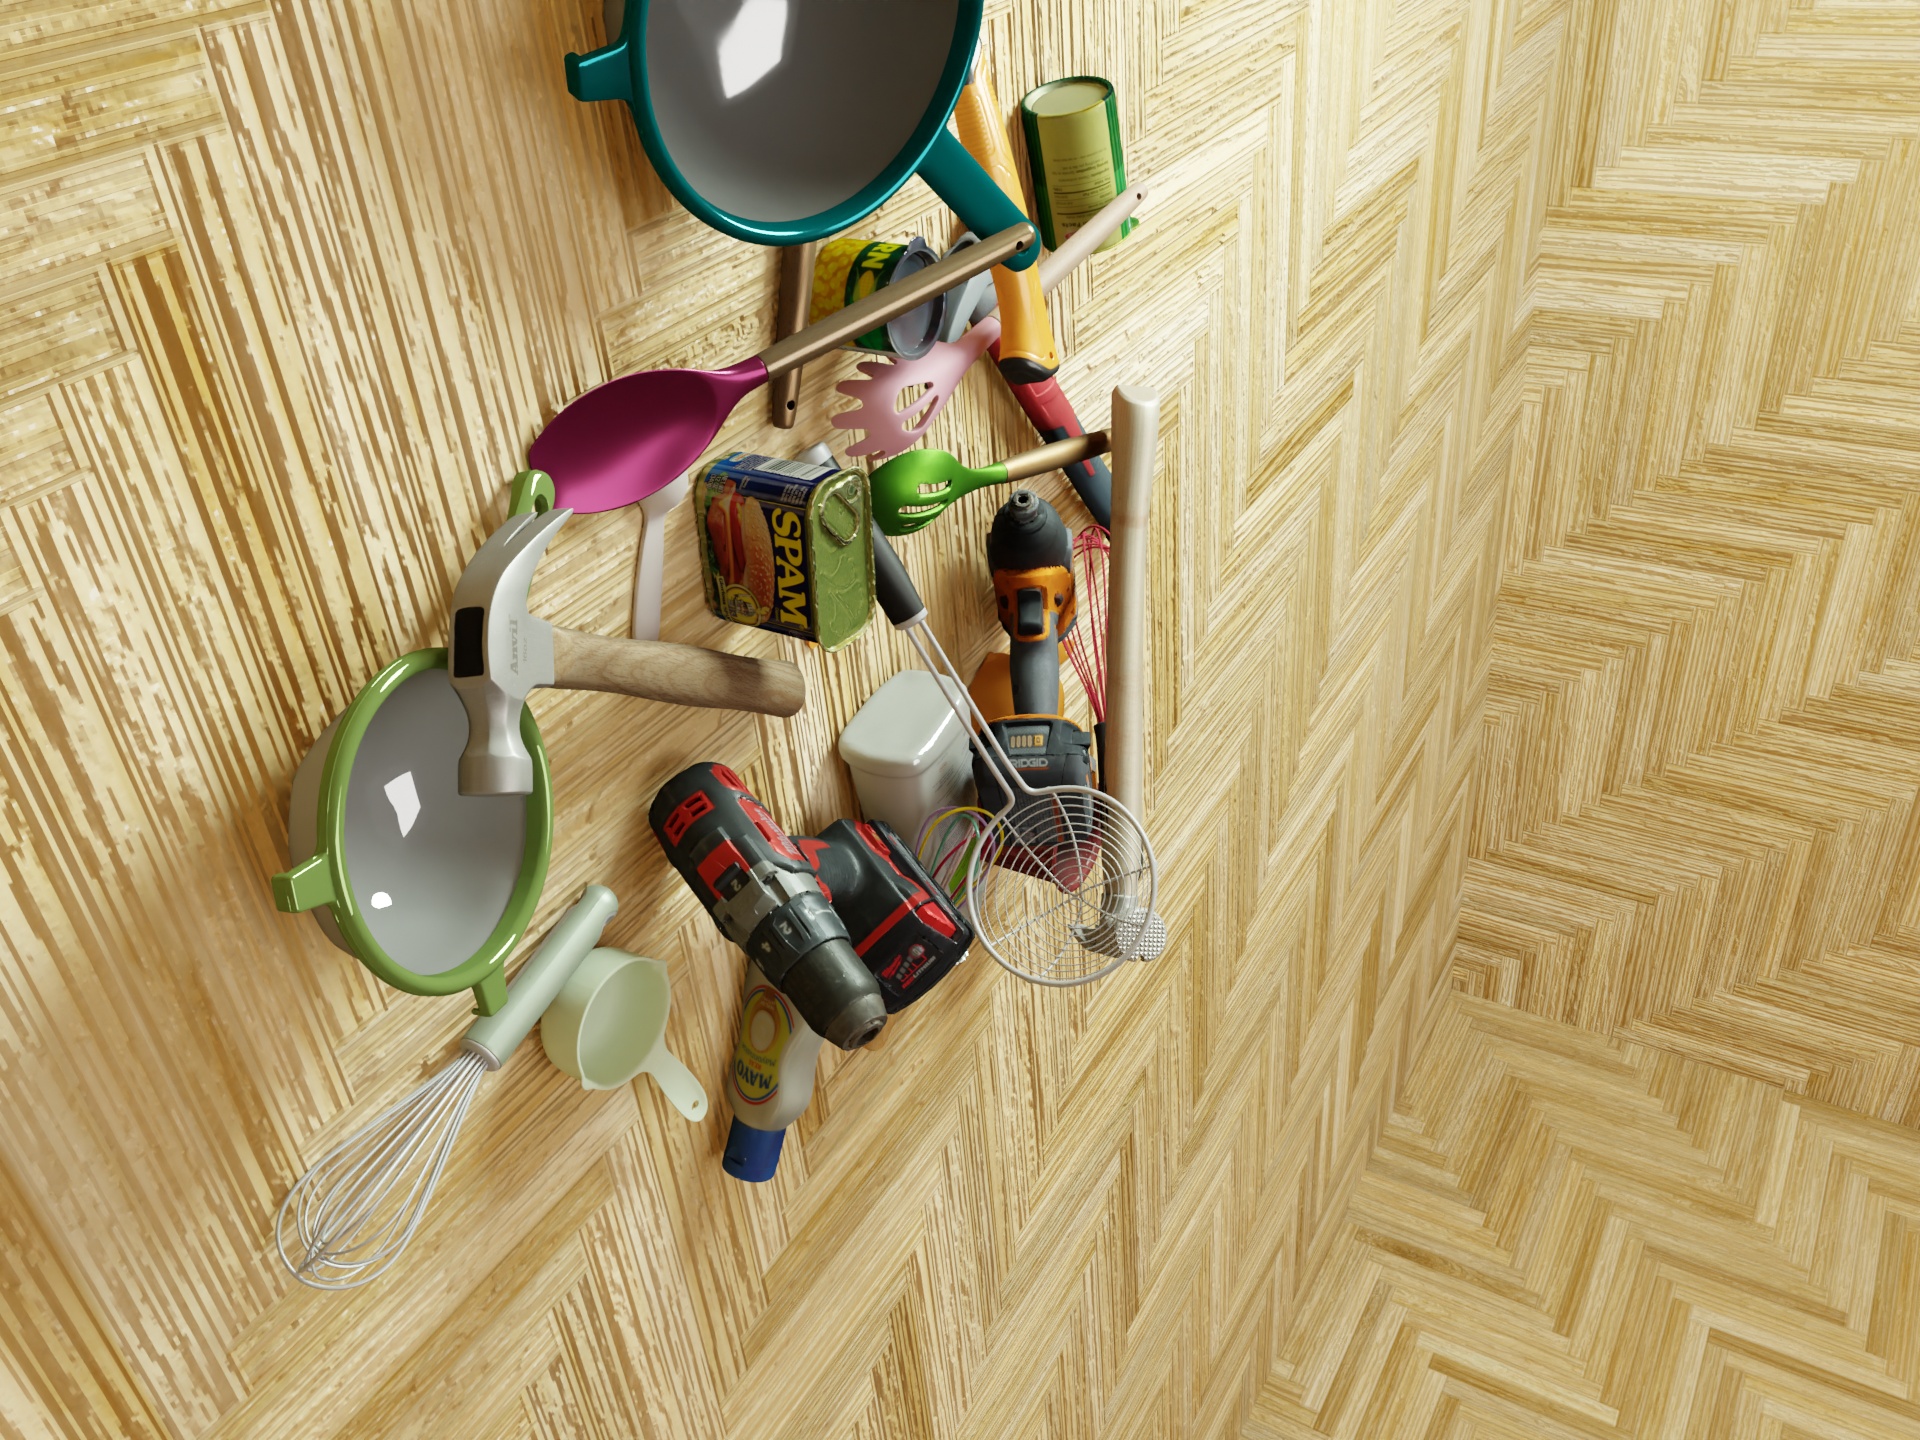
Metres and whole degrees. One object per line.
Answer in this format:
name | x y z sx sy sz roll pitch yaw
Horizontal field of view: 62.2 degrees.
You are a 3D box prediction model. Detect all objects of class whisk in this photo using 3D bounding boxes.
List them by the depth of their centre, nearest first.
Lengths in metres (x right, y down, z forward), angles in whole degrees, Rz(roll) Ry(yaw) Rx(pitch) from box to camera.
whisk | -0.248 0.175 0.801 0.246 0.059 0.057 -57 -176 -38
whisk | -0.025 0.152 1.119 0.047 0.051 0.244 -7 135 -35
whisk | 0.114 -0.015 1.249 0.073 0.073 0.296 26 56 -62

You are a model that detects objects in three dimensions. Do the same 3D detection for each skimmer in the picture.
skimmer | -0.002 -0.003 0.974 0.363 0.127 0.090 59 14 -16

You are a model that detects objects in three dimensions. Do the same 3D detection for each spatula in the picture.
spatula | -0.079 -0.318 0.873 0.082 0.044 0.317 -5 111 -36

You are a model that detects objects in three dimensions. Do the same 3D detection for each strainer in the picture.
strainer | -0.242 -0.003 0.720 0.151 0.069 0.257 56 37 -57
strainer | -0.063 -0.331 0.818 0.211 0.095 0.340 -56 149 5

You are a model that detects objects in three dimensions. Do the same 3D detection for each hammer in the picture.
hammer | -0.156 -0.028 0.823 0.331 0.031 0.130 6 81 -73
hammer | 0.011 -0.368 0.946 0.127 0.034 0.336 -40 123 -48
hammer | 0.116 -0.036 1.154 0.146 0.038 0.411 159 -66 -79
hammer | 0.064 -0.214 1.193 0.143 0.038 0.386 -67 151 -13

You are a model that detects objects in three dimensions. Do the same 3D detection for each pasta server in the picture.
pasta server | 0.030 -0.269 1.030 0.316 0.040 0.060 -48 130 -31

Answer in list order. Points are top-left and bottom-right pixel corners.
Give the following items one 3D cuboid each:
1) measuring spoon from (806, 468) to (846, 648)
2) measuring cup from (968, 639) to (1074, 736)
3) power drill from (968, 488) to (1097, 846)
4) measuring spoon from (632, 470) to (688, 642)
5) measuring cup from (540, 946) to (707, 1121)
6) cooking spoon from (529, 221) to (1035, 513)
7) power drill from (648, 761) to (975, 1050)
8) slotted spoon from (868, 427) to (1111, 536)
measuring spoon | -0.085 -0.102 1.005 0.021 0.011 0.117 -7 113 -60
measuring cup | 0.067 -0.023 1.273 0.173 0.052 0.095 -38 135 -47
power drill | 0.050 -0.043 1.119 0.164 0.084 0.227 75 14 -62
measuring spoon | -0.162 -0.083 0.858 0.034 0.018 0.124 -17 119 -59
measuring cup | -0.190 0.190 0.920 0.083 0.038 0.167 -60 150 -27
cooking spoon | -0.084 -0.196 0.838 0.319 0.017 0.068 -33 137 -22
power drill | -0.074 0.121 0.951 0.080 0.188 0.226 -44 155 7
slotted spoon | 0.045 -0.180 1.118 0.314 0.031 0.070 -25 149 -45
